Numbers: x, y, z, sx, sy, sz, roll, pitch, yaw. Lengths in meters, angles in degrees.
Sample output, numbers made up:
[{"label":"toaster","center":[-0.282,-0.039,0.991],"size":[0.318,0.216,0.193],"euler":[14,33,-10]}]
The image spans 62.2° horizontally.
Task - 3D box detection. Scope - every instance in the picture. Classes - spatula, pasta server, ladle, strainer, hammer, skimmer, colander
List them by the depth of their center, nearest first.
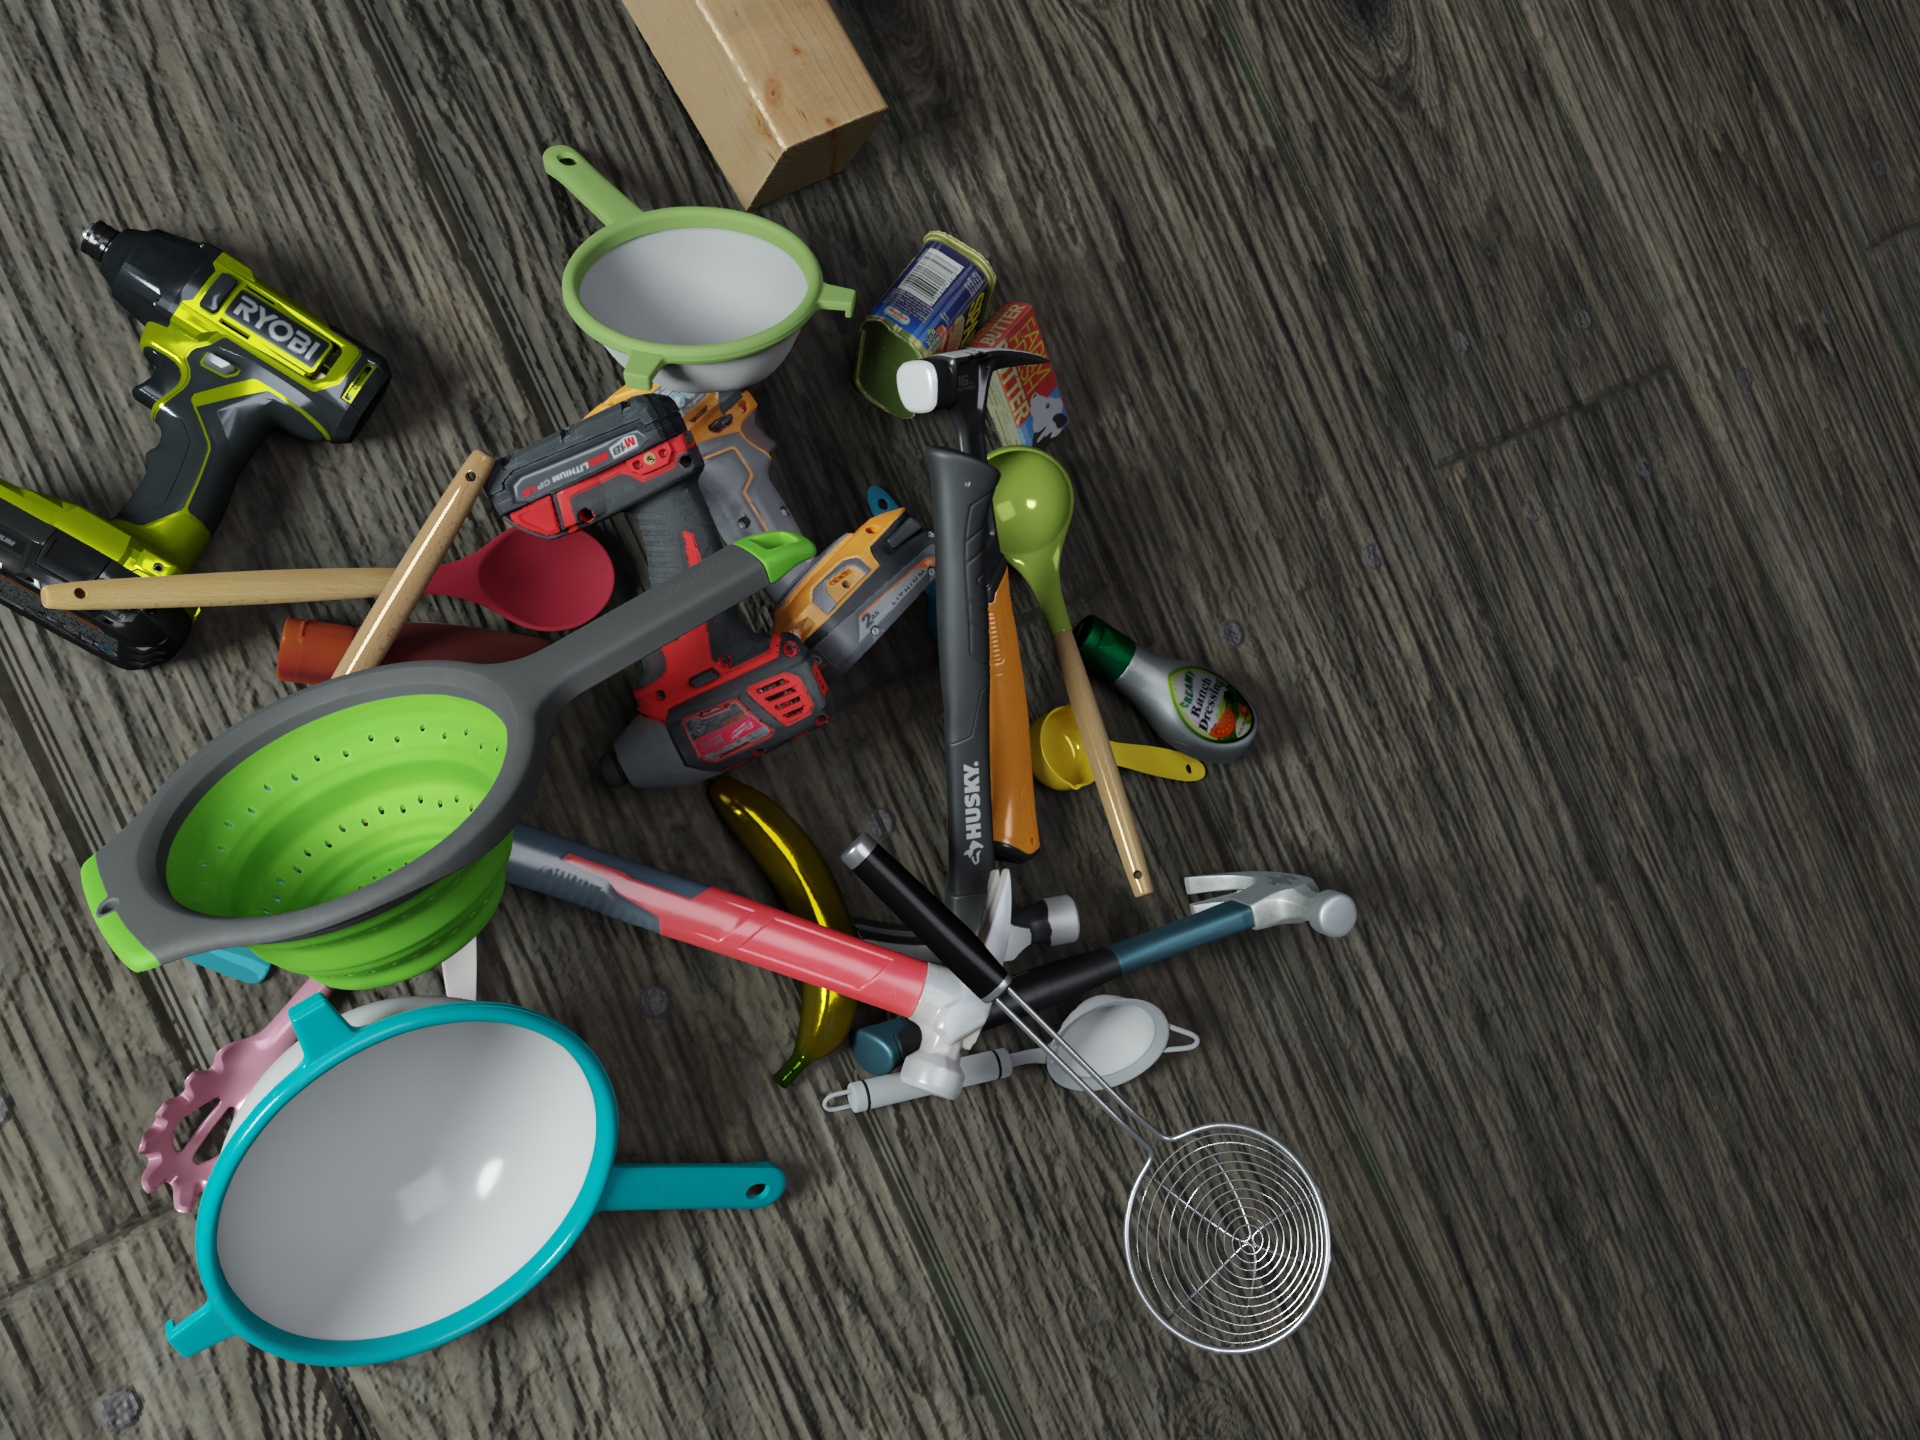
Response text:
[{"label":"colander","center":[-0.232,0.025,0.826],"size":[0.397,0.205,0.094],"euler":[-33,131,-24]},{"label":"spatula","center":[-0.339,-0.009,0.866],"size":[0.082,0.044,0.317],"euler":[31,96,-15]},{"label":"strainer","center":[-0.250,0.234,0.877],"size":[0.340,0.095,0.211],"euler":[16,101,-43]},{"label":"ladle","center":[-0.335,-0.075,0.883],"size":[0.315,0.031,0.069],"euler":[-8,84,-45]},{"label":"pasta server","center":[-0.335,0.124,0.884],"size":[0.060,0.040,0.316],"euler":[43,64,-21]},{"label":"skimmer","center":[0.062,0.206,0.914],"size":[0.127,0.090,0.363],"euler":[-44,94,11]},{"label":"hammer","center":[-0.156,0.095,0.927],"size":[0.386,0.038,0.143],"euler":[21,76,-14]},{"label":"strainer","center":[-0.189,-0.271,0.978],"size":[0.151,0.069,0.257],"euler":[-27,55,-25]},{"label":"hammer","center":[-0.002,-0.003,0.988],"size":[0.146,0.035,0.334],"euler":[-7,109,-14]},{"label":"hammer","center":[0.024,-0.070,1.035],"size":[0.127,0.034,0.336],"euler":[-24,113,-50]},{"label":"strainer","center":[0.033,0.220,1.038],"size":[0.258,0.050,0.086],"euler":[-8,127,-21]},{"label":"hammer","center":[0.087,0.163,1.043],"size":[0.331,0.128,0.033],"euler":[-17,100,-18]},{"label":"ladle","center":[0.074,-0.036,1.071],"size":[0.078,0.062,0.320],"euler":[-19,77,9]}]

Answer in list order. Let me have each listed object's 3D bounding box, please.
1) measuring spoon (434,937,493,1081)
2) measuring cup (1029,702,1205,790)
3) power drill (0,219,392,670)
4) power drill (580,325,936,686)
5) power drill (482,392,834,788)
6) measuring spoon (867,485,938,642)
[{"label":"measuring spoon","center":[-0.289,0.146,0.918],"size":[0.034,0.018,0.124],"euler":[-2,74,-23]},{"label":"measuring cup","center":[0.109,0.028,1.125],"size":[0.156,0.029,0.062],"euler":[11,69,-35]},{"label":"power drill","center":[-0.444,-0.156,0.868],"size":[0.171,0.080,0.223],"euler":[32,64,-17]},{"label":"power drill","center":[-0.113,-0.155,1.024],"size":[0.226,0.084,0.185],"euler":[44,63,-7]},{"label":"power drill","center":[-0.181,-0.068,0.928],"size":[0.143,0.078,0.219],"euler":[-25,103,1]},{"label":"measuring spoon","center":[-0.024,-0.107,1.084],"size":[0.042,0.021,0.128],"euler":[-36,97,-27]}]
